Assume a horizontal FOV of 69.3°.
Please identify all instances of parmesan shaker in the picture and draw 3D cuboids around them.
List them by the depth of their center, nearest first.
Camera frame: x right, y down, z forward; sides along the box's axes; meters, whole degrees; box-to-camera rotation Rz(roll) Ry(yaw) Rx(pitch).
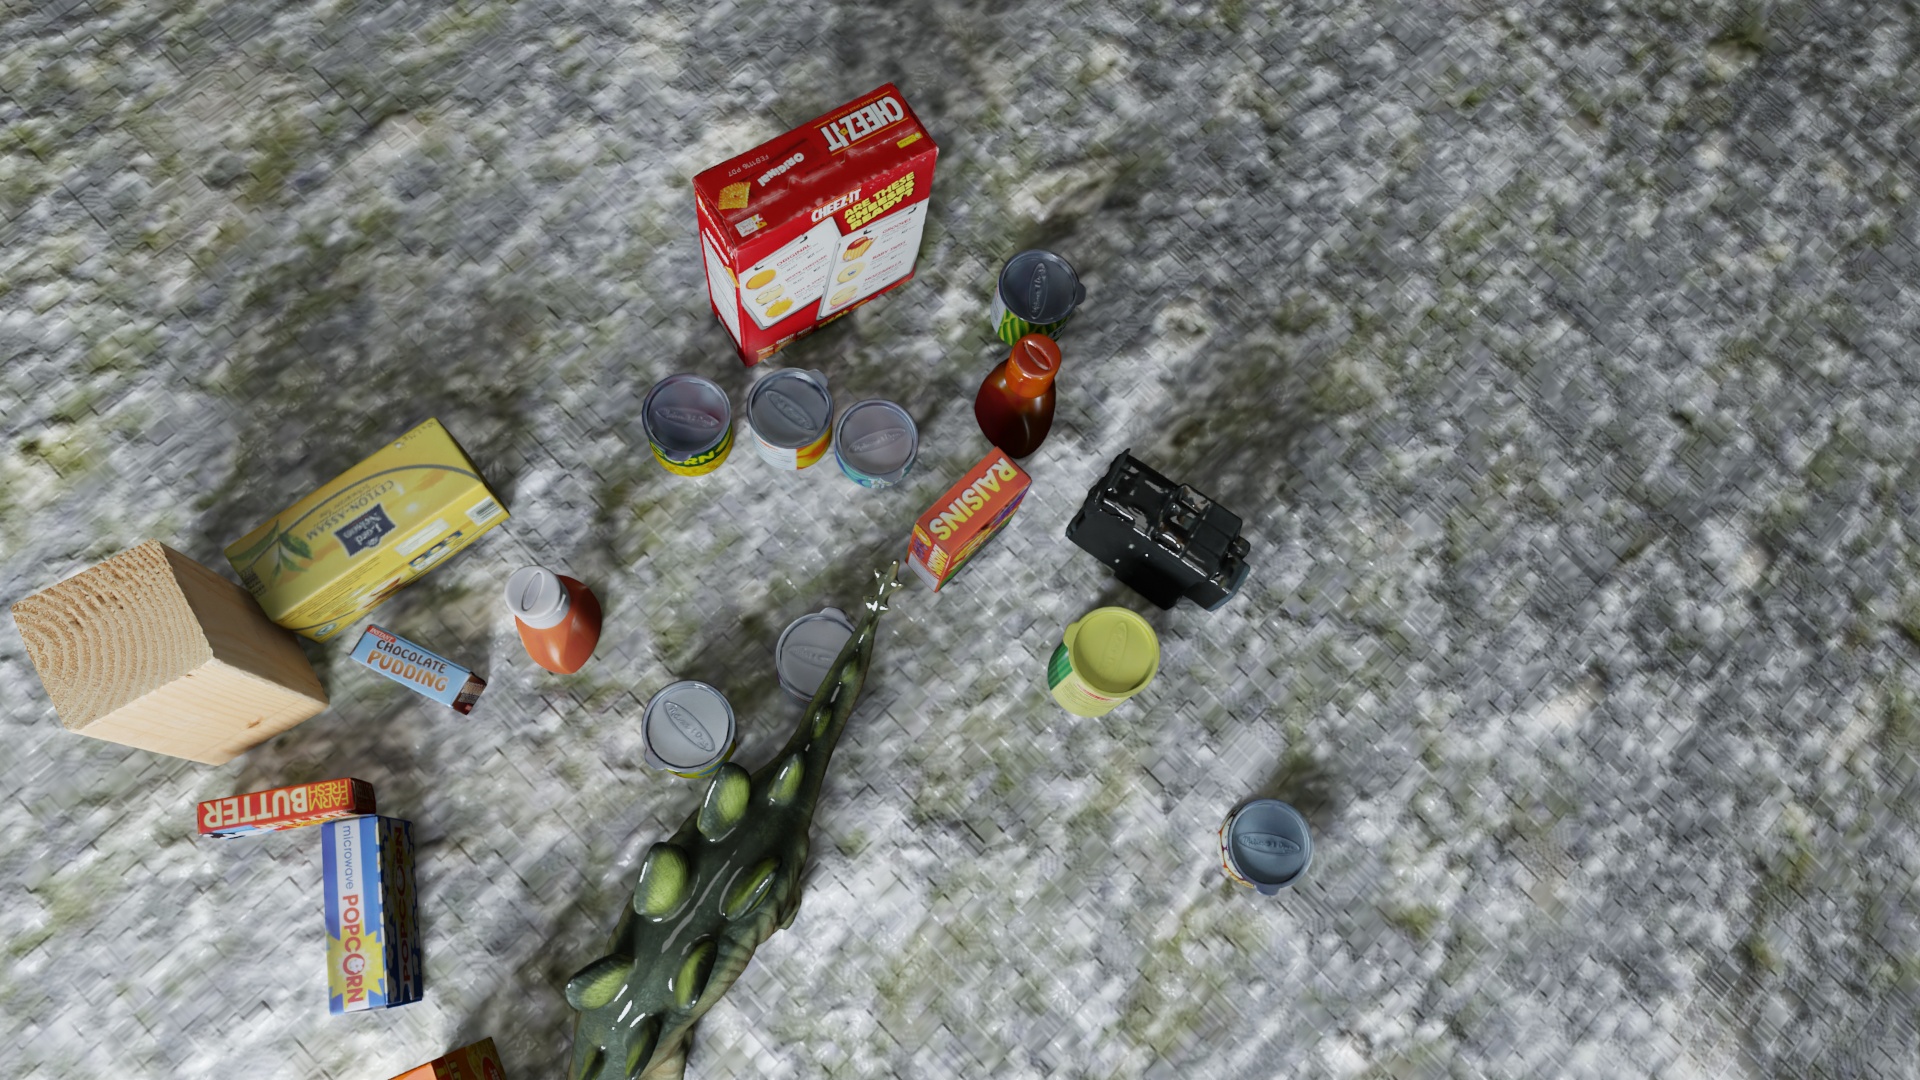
[{"bbox_3d":[0.102,0.091,1.035,0.071,0.102,0.071,2,75,-6],"label":"parmesan shaker"}]

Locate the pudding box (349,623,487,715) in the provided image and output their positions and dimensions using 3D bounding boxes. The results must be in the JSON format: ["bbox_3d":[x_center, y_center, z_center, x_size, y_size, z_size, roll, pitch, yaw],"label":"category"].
[{"bbox_3d":[-0.392,0.094,1.006,0.084,0.049,0.030,26,74,1],"label":"pudding box"}]

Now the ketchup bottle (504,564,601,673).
[{"bbox_3d":[-0.287,0.052,0.978,0.043,0.148,0.065,16,74,-2],"label":"ketchup bottle"}]

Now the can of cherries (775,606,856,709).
[{"bbox_3d":[-0.103,0.089,1.035,0.071,0.058,0.071,2,74,-6],"label":"can of cherries"}]

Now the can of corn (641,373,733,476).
[{"bbox_3d":[-0.210,-0.086,1.073,0.071,0.058,0.071,2,75,-6],"label":"can of corn"}]

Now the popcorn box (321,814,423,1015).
[{"bbox_3d":[-0.398,0.253,0.942,0.038,0.085,0.127,-7,76,-8],"label":"popcorn box"}]

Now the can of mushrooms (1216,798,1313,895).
[{"bbox_3d":[0.228,0.231,1.046,0.071,0.033,0.071,2,74,-6],"label":"can of mushrooms"}]

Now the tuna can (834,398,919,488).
[{"bbox_3d":[-0.066,-0.074,1.099,0.071,0.032,0.071,2,74,-6],"label":"tuna can"}]

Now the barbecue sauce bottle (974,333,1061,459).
[{"bbox_3d":[0.046,-0.112,1.062,0.044,0.148,0.065,-38,82,-14],"label":"barbecue sauce bottle"}]

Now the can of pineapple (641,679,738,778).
[{"bbox_3d":[-0.198,0.139,1.011,0.071,0.057,0.071,2,74,-6],"label":"can of pineapple"}]

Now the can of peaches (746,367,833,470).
[{"bbox_3d":[-0.131,-0.095,1.084,0.071,0.058,0.071,2,74,-6],"label":"can of peaches"}]

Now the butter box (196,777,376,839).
[{"bbox_3d":[-0.469,0.187,0.970,0.104,0.053,0.024,-9,76,-9],"label":"butter box"}]

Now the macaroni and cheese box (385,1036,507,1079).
[{"bbox_3d":[-0.310,0.385,0.873,0.040,0.166,0.124,-23,78,-12],"label":"macaroni and cheese box"}]

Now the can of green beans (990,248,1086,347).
[{"bbox_3d":[0.060,-0.195,1.134,0.071,0.057,0.071,2,74,-6],"label":"can of green beans"}]

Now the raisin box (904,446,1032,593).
[{"bbox_3d":[0.004,-0.013,1.042,0.086,0.123,0.040,-43,83,-15],"label":"raisin box"}]
